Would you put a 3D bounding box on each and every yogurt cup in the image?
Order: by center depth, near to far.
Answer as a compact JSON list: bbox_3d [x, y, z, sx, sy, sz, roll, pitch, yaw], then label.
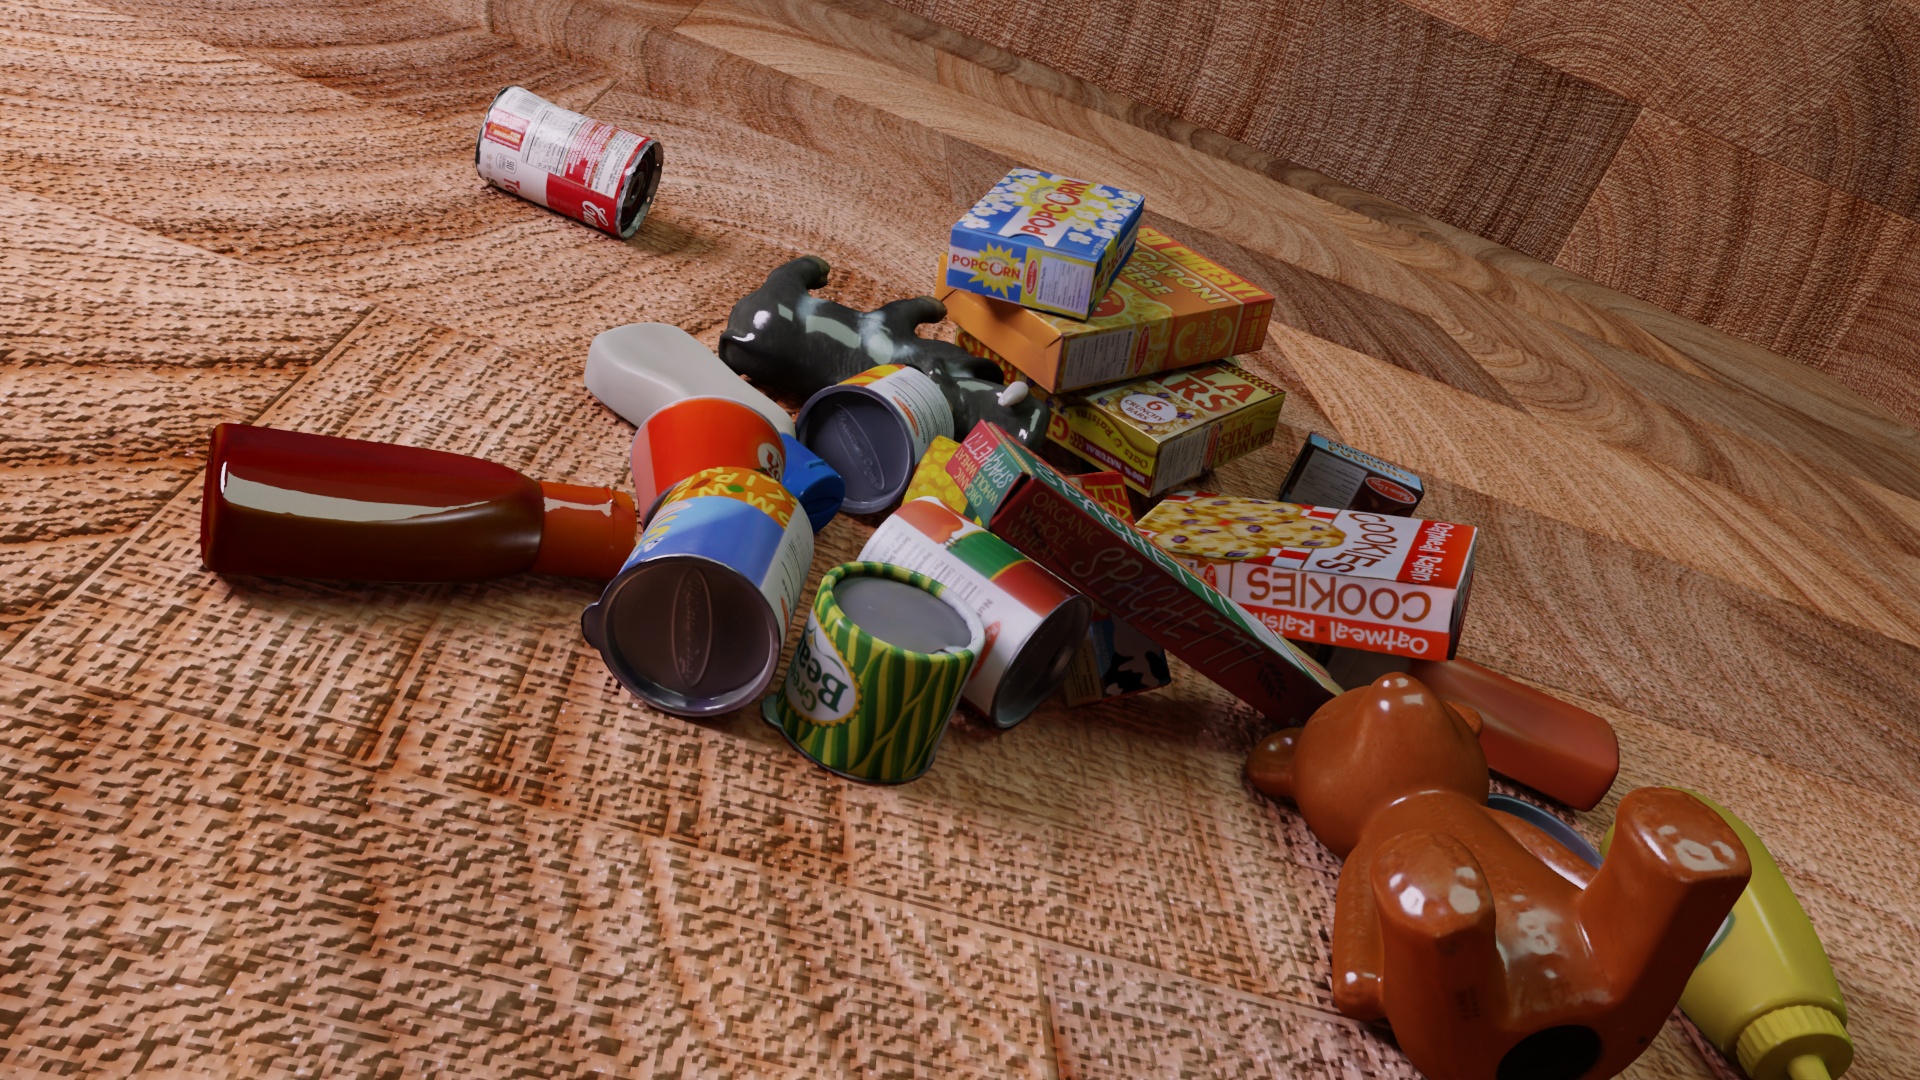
[{"bbox_3d":[-0.108,-0.021,0.595,0.072,0.072,0.054,13,35,-21],"label":"yogurt cup"}]

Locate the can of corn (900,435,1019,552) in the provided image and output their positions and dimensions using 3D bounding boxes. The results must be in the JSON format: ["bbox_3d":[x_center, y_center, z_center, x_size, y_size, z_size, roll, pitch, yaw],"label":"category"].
[{"bbox_3d":[0.002,-0.008,0.658,0.058,0.071,0.071,23,25,2],"label":"can of corn"}]

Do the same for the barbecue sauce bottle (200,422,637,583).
[{"bbox_3d":[-0.198,-0.009,0.520,0.149,0.043,0.065,6,30,-32],"label":"barbecue sauce bottle"}]

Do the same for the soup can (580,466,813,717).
[{"bbox_3d":[-0.097,0.016,0.527,0.071,0.071,0.084,20,24,-6],"label":"soup can"}]

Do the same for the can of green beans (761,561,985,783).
[{"bbox_3d":[-0.031,0.049,0.527,0.071,0.057,0.071,19,25,-9],"label":"can of green beans"}]

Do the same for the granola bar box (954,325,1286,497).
[{"bbox_3d":[0.094,-0.095,0.845,0.125,0.038,0.166,-22,44,-40],"label":"granola bar box"}]

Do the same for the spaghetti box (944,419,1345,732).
[{"bbox_3d":[0.093,0.028,0.598,0.250,0.028,0.050,33,14,-35],"label":"spaghetti box"}]

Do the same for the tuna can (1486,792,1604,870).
[{"bbox_3d":[0.245,0.144,0.599,0.071,0.032,0.071,19,25,-9],"label":"tuna can"}]

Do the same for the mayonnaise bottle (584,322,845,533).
[{"bbox_3d":[-0.119,-0.056,0.682,0.148,0.041,0.065,38,32,27],"label":"mayonnaise bottle"}]

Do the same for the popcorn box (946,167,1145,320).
[{"bbox_3d":[0.052,-0.176,0.810,0.085,0.038,0.127,16,33,11],"label":"popcorn box"}]

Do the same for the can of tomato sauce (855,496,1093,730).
[{"bbox_3d":[0.004,0.029,0.586,0.083,0.071,0.071,34,27,24],"label":"can of tomato sauce"}]

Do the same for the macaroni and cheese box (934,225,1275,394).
[{"bbox_3d":[0.087,-0.144,0.843,0.167,0.040,0.124,-15,40,-32],"label":"macaroni and cheese box"}]

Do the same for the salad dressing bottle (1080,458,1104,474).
[{"bbox_3d":[0.129,-0.065,0.901,0.064,0.043,0.148,28,27,27],"label":"salad dressing bottle"}]

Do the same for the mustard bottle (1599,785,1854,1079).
[{"bbox_3d":[0.321,0.173,0.572,0.049,0.065,0.161,21,28,-14],"label":"mustard bottle"}]

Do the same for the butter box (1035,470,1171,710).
[{"bbox_3d":[0.061,0.020,0.625,0.053,0.024,0.103,-5,79,-47],"label":"butter box"}]

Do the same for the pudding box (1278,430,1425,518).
[{"bbox_3d":[0.266,-0.034,0.946,0.084,0.049,0.030,24,27,5],"label":"pudding box"}]

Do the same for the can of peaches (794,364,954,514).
[{"bbox_3d":[-0.045,-0.052,0.708,0.071,0.071,0.058,28,25,11],"label":"can of peaches"}]

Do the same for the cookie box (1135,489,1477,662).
[{"bbox_3d":[0.176,0.015,0.722,0.167,0.040,0.123,8,18,22],"label":"cookie box"}]

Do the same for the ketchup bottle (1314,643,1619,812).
[{"bbox_3d":[0.257,0.085,0.712,0.149,0.043,0.065,24,24,2],"label":"ketchup bottle"}]
